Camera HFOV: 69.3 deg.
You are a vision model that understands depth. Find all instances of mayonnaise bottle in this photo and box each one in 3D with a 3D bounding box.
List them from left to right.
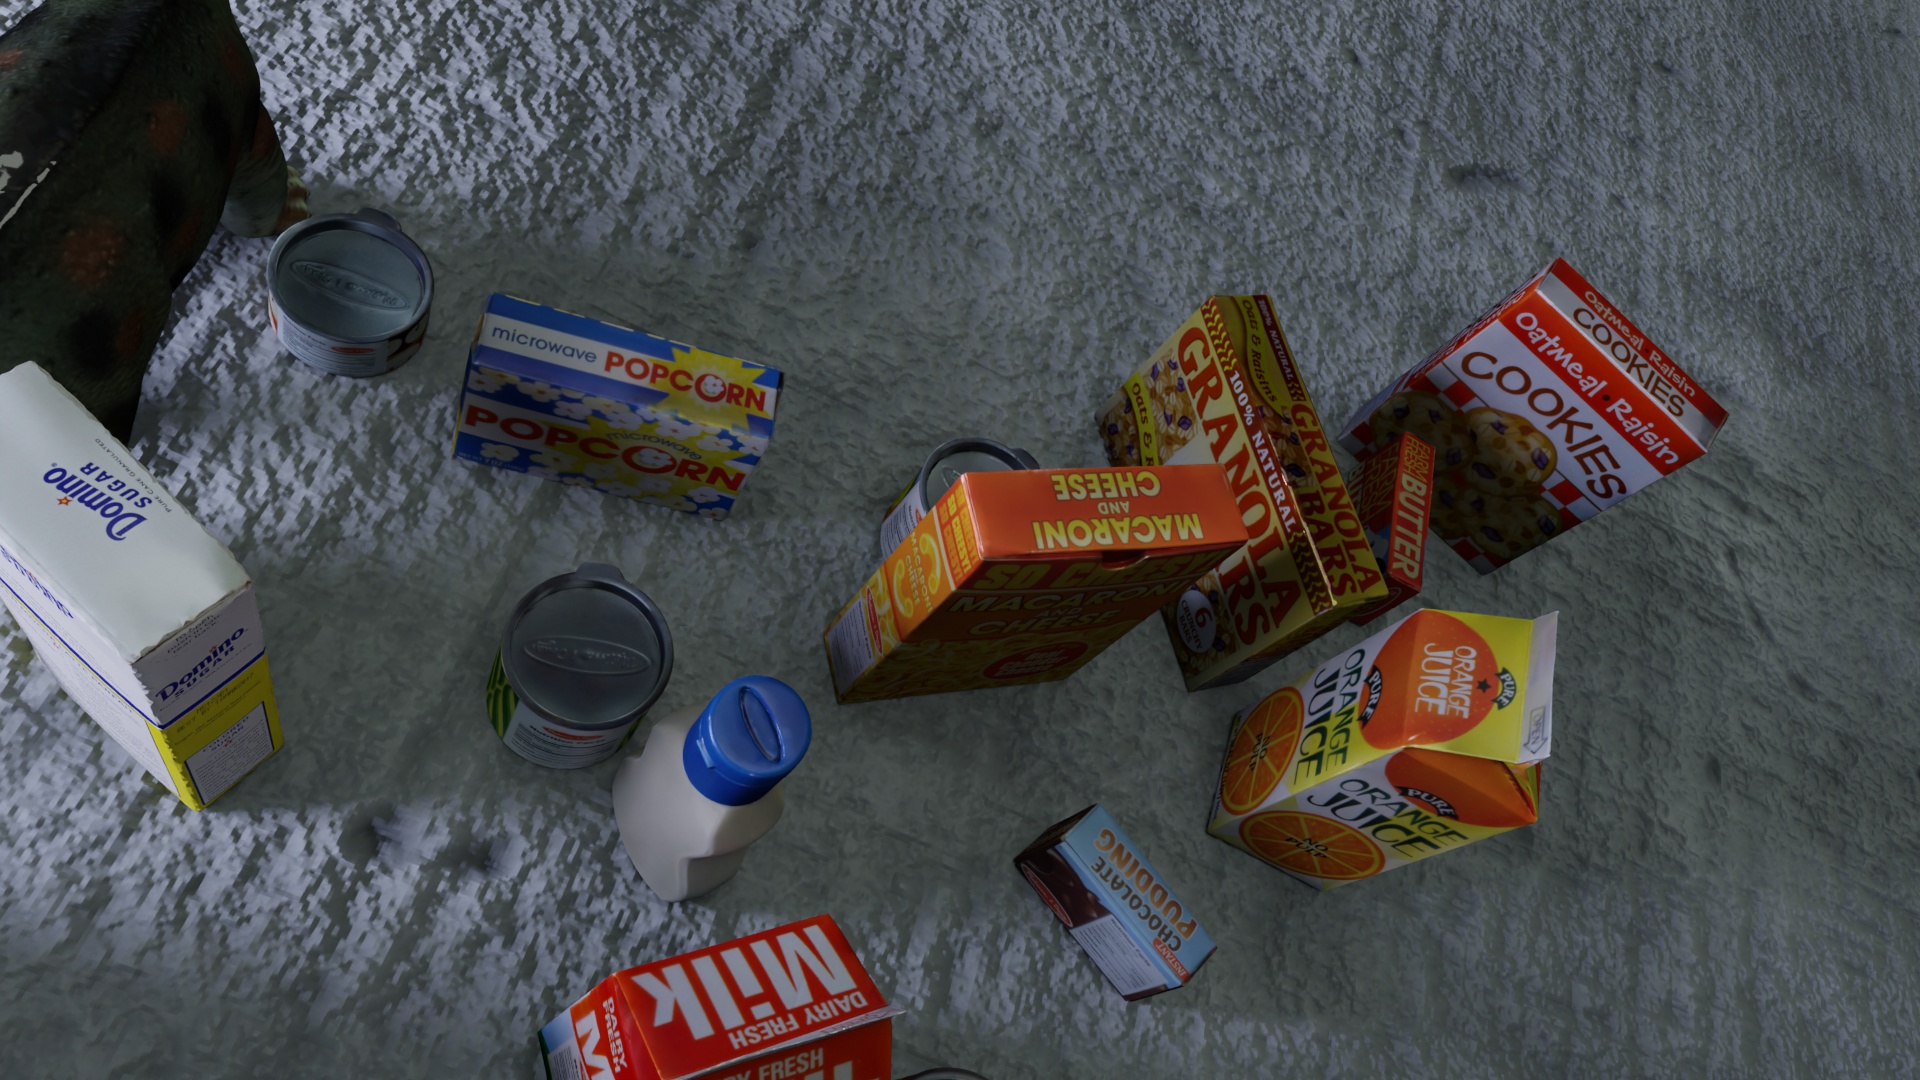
[{"bbox_3d":[-0.094,0.091,0.521,0.041,0.147,0.065,-19,75,-32],"label":"mayonnaise bottle"}]

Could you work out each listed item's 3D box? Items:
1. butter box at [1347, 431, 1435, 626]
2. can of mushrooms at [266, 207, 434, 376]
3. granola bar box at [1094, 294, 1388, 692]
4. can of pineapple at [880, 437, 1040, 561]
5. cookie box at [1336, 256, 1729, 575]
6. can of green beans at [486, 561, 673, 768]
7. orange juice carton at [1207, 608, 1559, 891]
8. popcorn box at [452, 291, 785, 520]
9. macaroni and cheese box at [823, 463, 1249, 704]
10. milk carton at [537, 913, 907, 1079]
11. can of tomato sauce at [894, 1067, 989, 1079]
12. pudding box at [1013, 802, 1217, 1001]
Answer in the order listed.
[{"bbox_3d":[0.240,-0.008,0.787,0.024,0.053,0.104,26,57,-12],"label":"butter box"},{"bbox_3d":[-0.266,-0.109,0.609,0.071,0.033,0.071,11,61,-20],"label":"can of mushrooms"},{"bbox_3d":[0.136,-0.022,0.702,0.039,0.123,0.166,-6,68,-28],"label":"granola bar box"},{"bbox_3d":[0.002,-0.008,0.672,0.071,0.057,0.071,11,61,-20],"label":"can of pineapple"},{"bbox_3d":[0.315,-0.064,0.782,0.123,0.166,0.040,43,55,0],"label":"cookie box"},{"bbox_3d":[-0.156,0.054,0.565,0.071,0.057,0.071,11,61,-20],"label":"can of green beans"},{"bbox_3d":[0.199,0.094,0.631,0.073,0.191,0.072,29,57,-10],"label":"orange juice carton"},{"bbox_3d":[-0.151,-0.055,0.606,0.127,0.085,0.038,14,61,-19],"label":"popcorn box"},{"bbox_3d":[0.027,0.022,0.602,0.124,0.165,0.040,-3,67,-27],"label":"macaroni and cheese box"},{"bbox_3d":[-0.083,0.176,0.458,0.072,0.189,0.073,-8,70,-29],"label":"milk carton"},{"bbox_3d":[-0.021,0.236,0.521,0.071,0.082,0.071,11,61,-21],"label":"can of tomato sauce"},{"bbox_3d":[0.068,0.162,0.622,0.030,0.049,0.084,-37,85,-34],"label":"pudding box"}]
